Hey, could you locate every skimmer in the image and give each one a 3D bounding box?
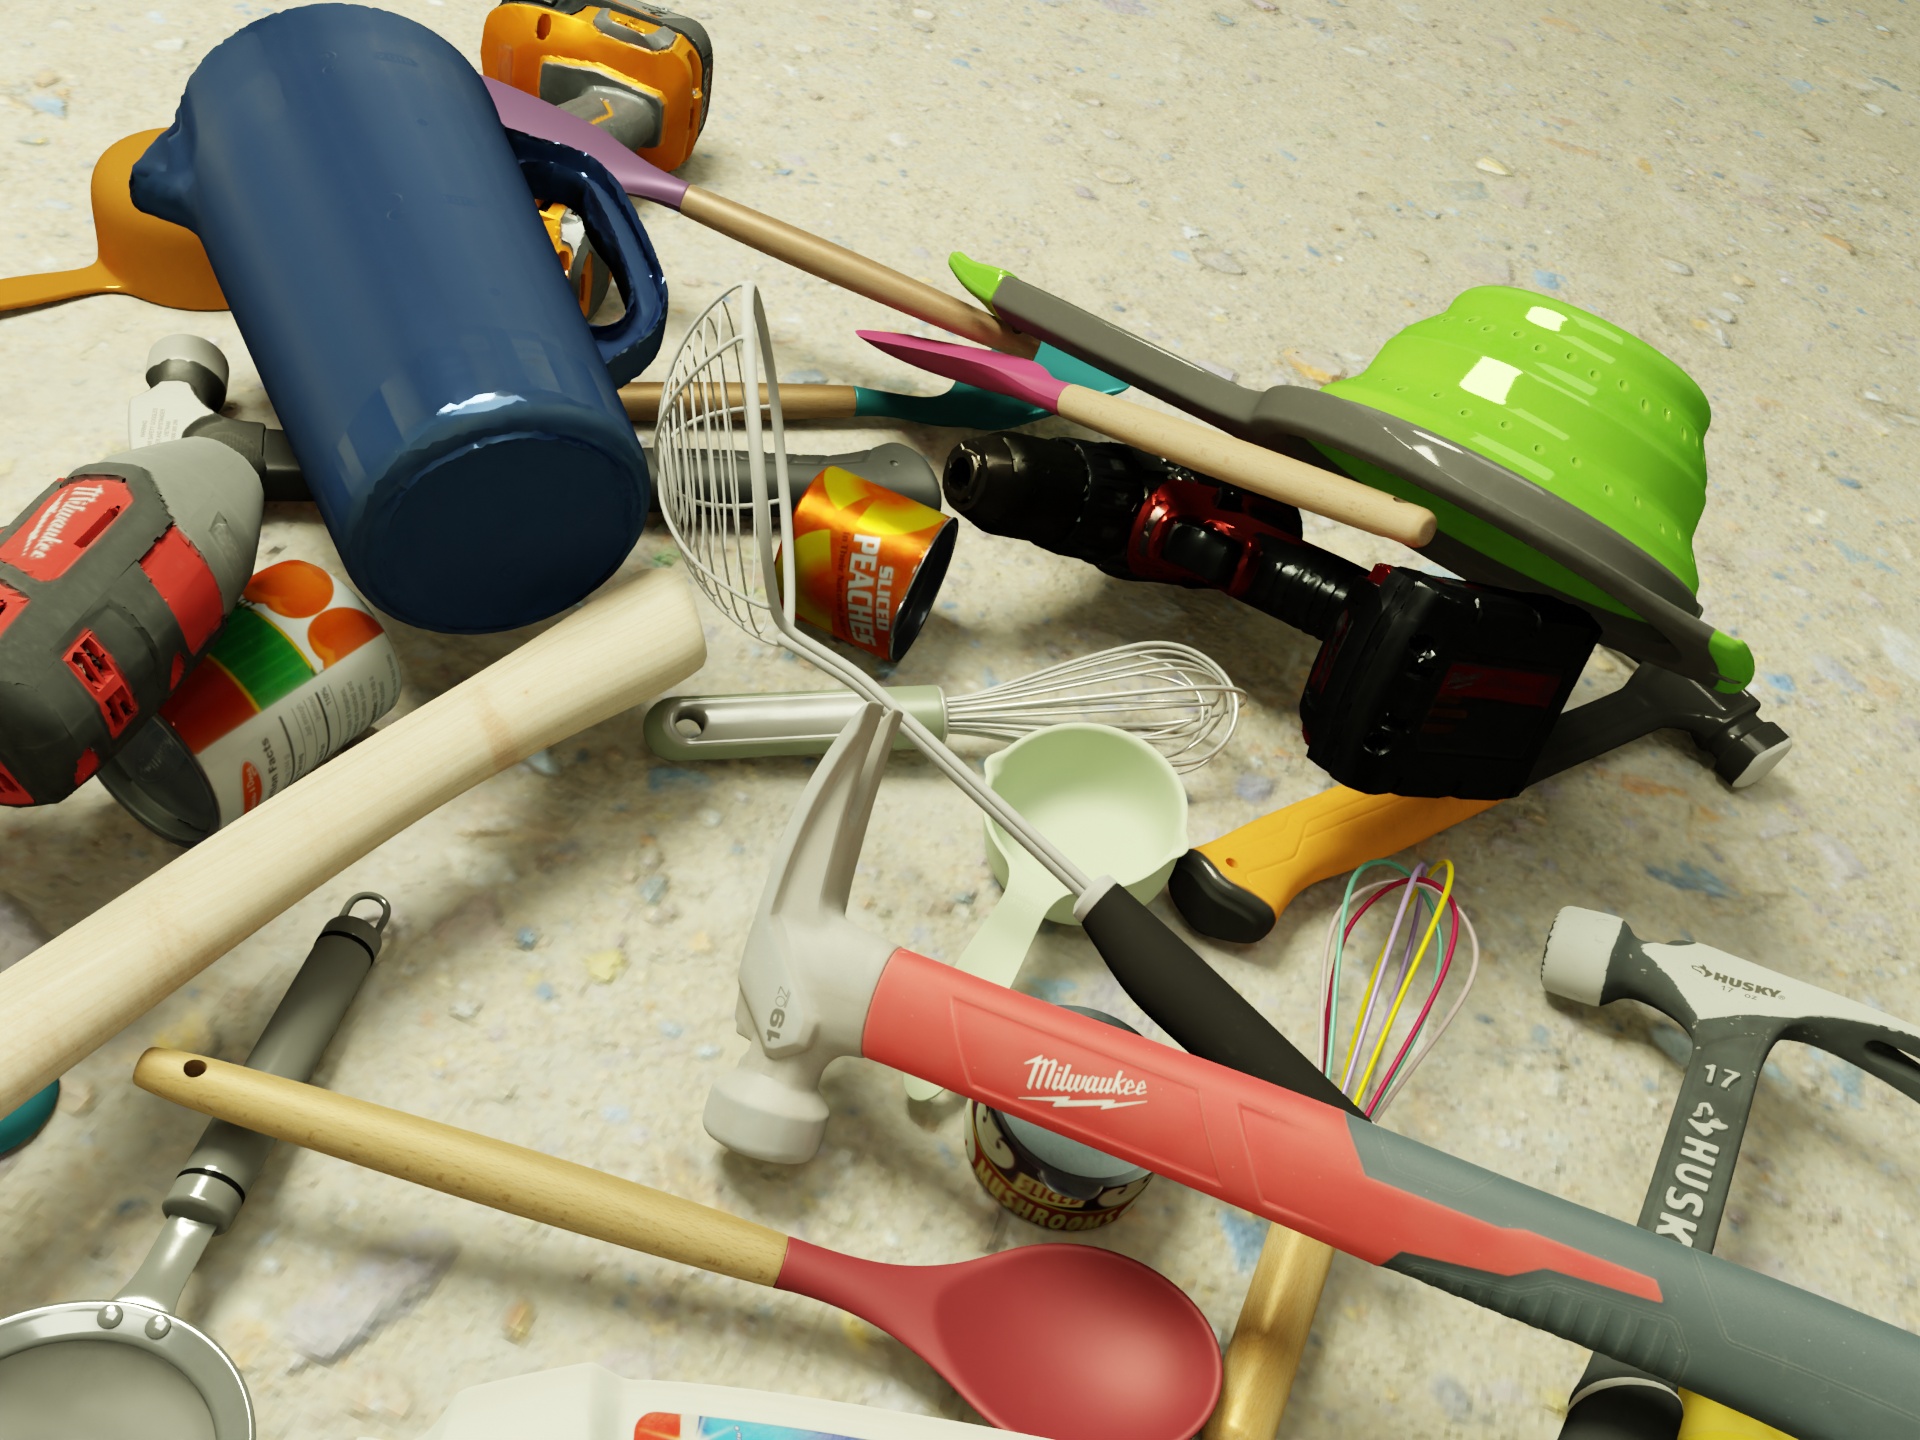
[{"bbox_3d":[0.021,-0.002,0.541,0.363,0.127,0.090,44,77,13],"label":"skimmer"}]

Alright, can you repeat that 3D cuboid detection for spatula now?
[{"bbox_3d":[-0.108,-0.238,0.761,0.316,0.018,0.060,22,49,-6],"label":"spatula"},{"bbox_3d":[-0.076,-0.164,0.765,0.317,0.044,0.082,-5,45,-21],"label":"spatula"}]

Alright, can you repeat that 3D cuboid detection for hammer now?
[{"bbox_3d":[-0.226,0.053,0.451,0.146,0.038,0.411,16,38,29],"label":"hammer"},{"bbox_3d":[0.115,0.113,0.435,0.386,0.143,0.038,17,0,20],"label":"hammer"},{"bbox_3d":[0.219,0.018,0.691,0.337,0.034,0.127,-18,55,-31],"label":"hammer"},{"bbox_3d":[0.199,0.185,0.455,0.149,0.036,0.409,15,33,27],"label":"hammer"},{"bbox_3d":[-0.170,-0.101,0.679,0.334,0.035,0.146,0,47,-19],"label":"hammer"}]

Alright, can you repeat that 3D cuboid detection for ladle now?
[{"bbox_3d":[-0.076,0.146,0.451,0.315,0.031,0.069,20,37,-7],"label":"ladle"}]

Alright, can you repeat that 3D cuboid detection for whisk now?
[{"bbox_3d":[-0.001,-0.002,0.632,0.246,0.059,0.058,-3,75,-15],"label":"whisk"},{"bbox_3d":[0.129,0.133,0.538,0.051,0.047,0.245,49,47,-17],"label":"whisk"}]

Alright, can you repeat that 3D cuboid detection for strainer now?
[{"bbox_3d":[-0.207,0.139,0.429,0.087,0.050,0.259,17,38,-5],"label":"strainer"}]

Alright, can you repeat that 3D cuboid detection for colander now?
[{"bbox_3d":[0.166,-0.149,0.675,0.397,0.094,0.204,33,8,25],"label":"colander"}]

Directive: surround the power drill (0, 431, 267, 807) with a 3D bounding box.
[{"bbox_3d":[-0.326,-0.043,0.487,0.220,0.078,0.143,2,43,13],"label":"power drill"}]

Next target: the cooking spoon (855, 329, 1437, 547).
[{"bbox_3d":[0.063,-0.127,0.669,0.068,0.017,0.319,-7,27,-42],"label":"cooking spoon"}]

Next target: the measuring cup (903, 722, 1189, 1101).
[{"bbox_3d":[0.024,0.073,0.577,0.083,0.038,0.168,24,57,16],"label":"measuring cup"}]

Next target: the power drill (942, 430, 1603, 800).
[{"bbox_3d":[0.115,-0.057,0.643,0.187,0.080,0.227,5,24,-39],"label":"power drill"}]

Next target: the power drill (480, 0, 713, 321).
[{"bbox_3d":[-0.233,-0.303,0.824,0.164,0.084,0.227,18,48,-1],"label":"power drill"}]

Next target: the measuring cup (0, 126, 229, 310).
[{"bbox_3d":[-0.382,-0.221,0.711,0.095,0.052,0.173,41,46,22],"label":"measuring cup"}]

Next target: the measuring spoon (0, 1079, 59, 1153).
[{"bbox_3d":[-0.308,0.073,0.469,0.042,0.021,0.129,-24,59,-35],"label":"measuring spoon"}]
